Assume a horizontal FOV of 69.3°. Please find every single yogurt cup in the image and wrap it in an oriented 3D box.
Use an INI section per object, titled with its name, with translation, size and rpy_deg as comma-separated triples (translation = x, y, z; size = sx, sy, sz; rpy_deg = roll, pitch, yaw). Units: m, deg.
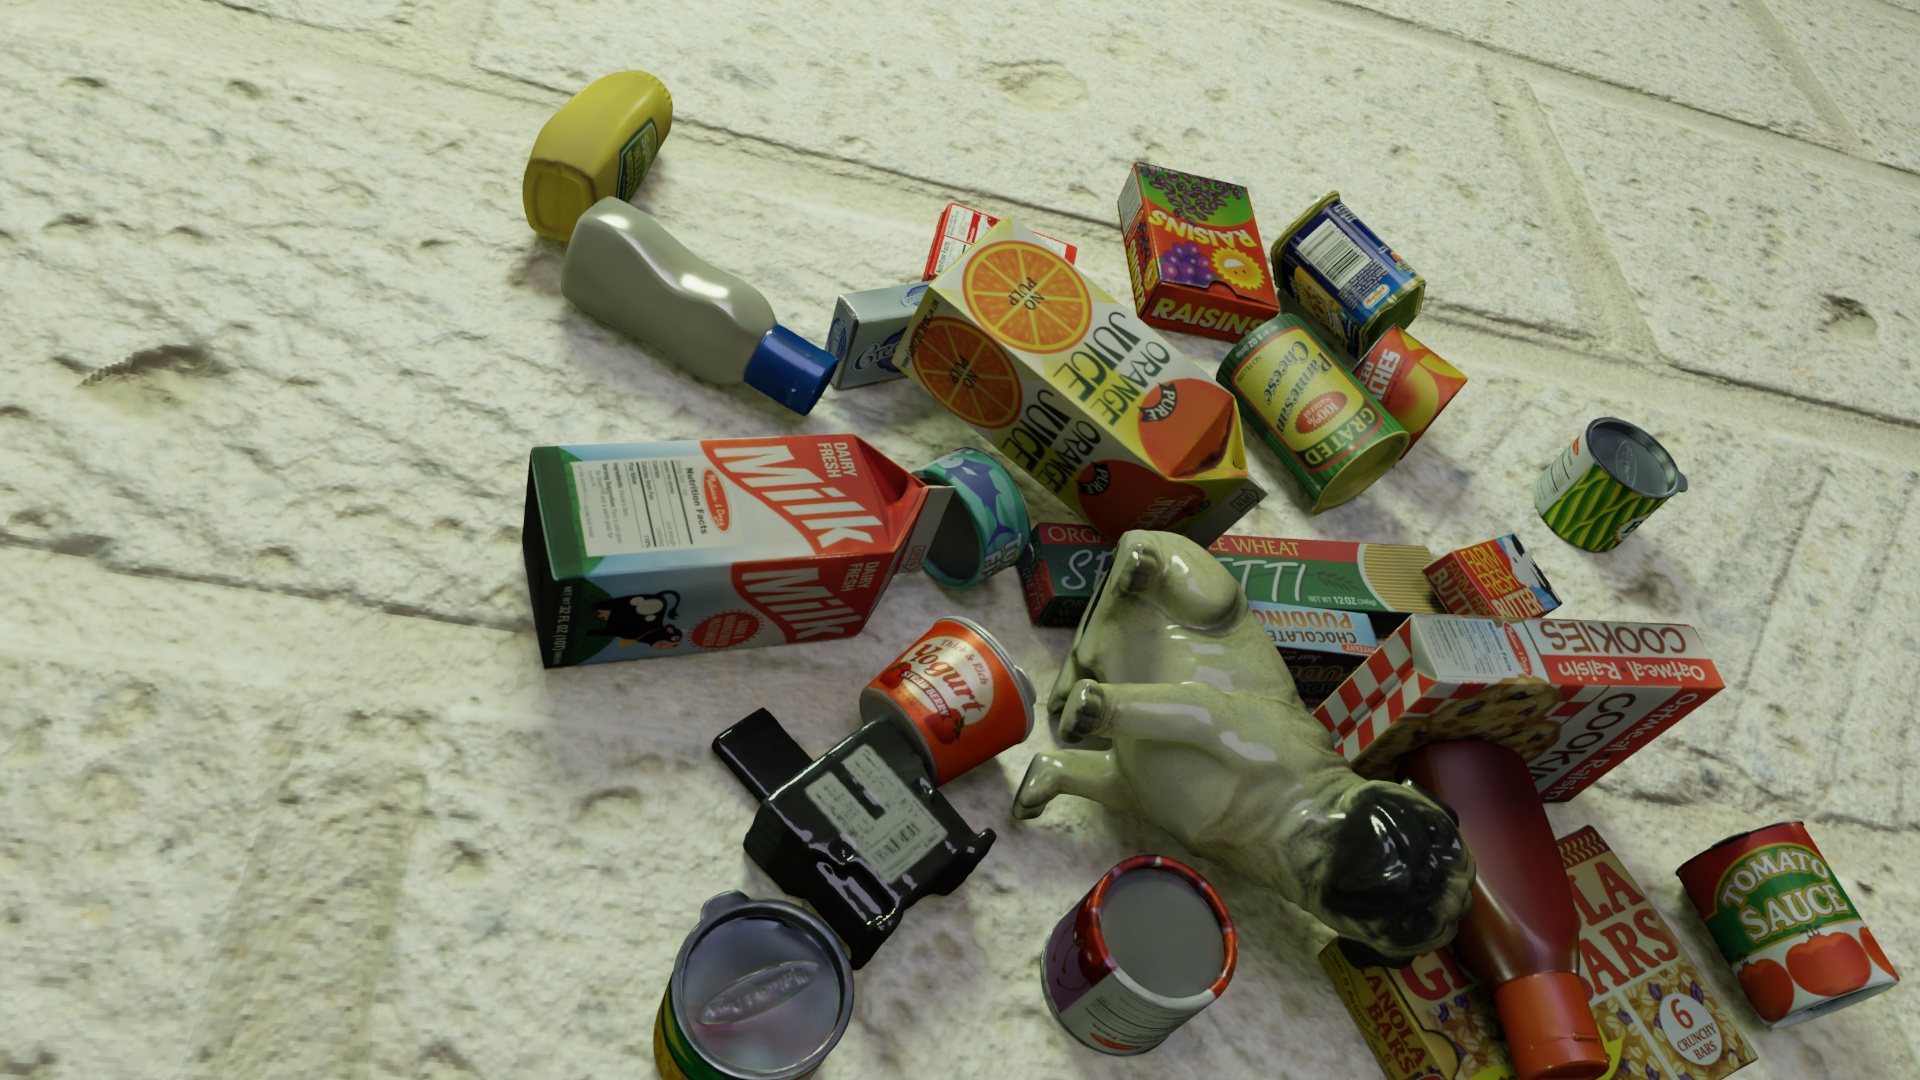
[yogurt cup]
translation = -0.009, 0.076, 0.625
size = 0.054, 0.072, 0.072
rpy_deg = -32, 69, -29

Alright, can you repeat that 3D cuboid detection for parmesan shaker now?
[parmesan shaker]
translation = 0.207, -0.076, 0.834
size = 0.071, 0.071, 0.103
rpy_deg = -20, 62, -33

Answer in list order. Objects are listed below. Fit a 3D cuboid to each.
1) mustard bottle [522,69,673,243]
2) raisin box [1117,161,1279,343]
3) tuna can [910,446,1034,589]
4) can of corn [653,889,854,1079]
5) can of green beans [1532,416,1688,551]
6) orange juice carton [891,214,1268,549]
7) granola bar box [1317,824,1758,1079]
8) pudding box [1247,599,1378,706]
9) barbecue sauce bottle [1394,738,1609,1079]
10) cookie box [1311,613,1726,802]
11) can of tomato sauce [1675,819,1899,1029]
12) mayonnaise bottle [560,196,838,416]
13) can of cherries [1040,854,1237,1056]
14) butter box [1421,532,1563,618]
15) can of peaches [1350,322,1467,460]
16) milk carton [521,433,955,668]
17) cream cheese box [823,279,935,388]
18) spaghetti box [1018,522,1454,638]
[mustard bottle]
translation = -0.200, -0.233, 0.799
size = 0.049, 0.065, 0.161
rpy_deg = 18, 45, -2
[raisin box]
translation = 0.156, -0.191, 0.922
size = 0.086, 0.039, 0.124
rpy_deg = 9, 51, -16
[tuna can]
translation = 0.002, -0.009, 0.695
size = 0.033, 0.070, 0.071
rpy_deg = -27, 67, -35
[can of corn]
translation = -0.080, 0.174, 0.519
size = 0.071, 0.058, 0.071
rpy_deg = 11, 50, -13
[can of green beans]
translation = 0.410, -0.035, 0.884
size = 0.071, 0.057, 0.071
rpy_deg = 11, 50, -13
[orange juice carton]
translation = 0.067, -0.070, 0.713
size = 0.193, 0.071, 0.073
rpy_deg = 40, 57, 3
[granola bar box]
translation = 0.266, 0.213, 0.638
size = 0.166, 0.038, 0.124
rpy_deg = -11, 57, -29
[pudding box]
translation = 0.166, 0.059, 0.716
size = 0.084, 0.049, 0.030
rpy_deg = 8, 49, -17
[barbecue sauce bottle]
translation = 0.242, 0.162, 0.614
size = 0.065, 0.043, 0.149
rpy_deg = 10, 49, -18
[cookie box]
translation = 0.265, 0.085, 0.685
size = 0.168, 0.122, 0.040
rpy_deg = 3, 53, -19
[can of tomato sauce]
translation = 0.412, 0.191, 0.694
size = 0.071, 0.070, 0.083
rpy_deg = -2, 54, -23
[mayonnaise bottle]
translation = -0.137, -0.118, 0.733
size = 0.148, 0.064, 0.041
rpy_deg = 31, 44, -1
[can of cherries]
translation = 0.074, 0.171, 0.582
size = 0.071, 0.058, 0.072
rpy_deg = 11, 50, -13
[butter box]
translation = 0.303, 0.027, 0.789
size = 0.104, 0.024, 0.053
rpy_deg = -9, 64, -50
[can of peaches]
translation = 0.273, -0.092, 0.869
size = 0.058, 0.071, 0.071
rpy_deg = 40, 50, 11
[milk carton]
translation = -0.098, 0.002, 0.643
size = 0.191, 0.072, 0.074
rpy_deg = -5, 55, -24
[cream cheese box]
translation = -0.025, -0.119, 0.781
size = 0.104, 0.053, 0.024
rpy_deg = -15, 58, -31
[spaghetti box]
translation = 0.153, 0.024, 0.753
size = 0.250, 0.028, 0.050
rpy_deg = 3, 51, -20
